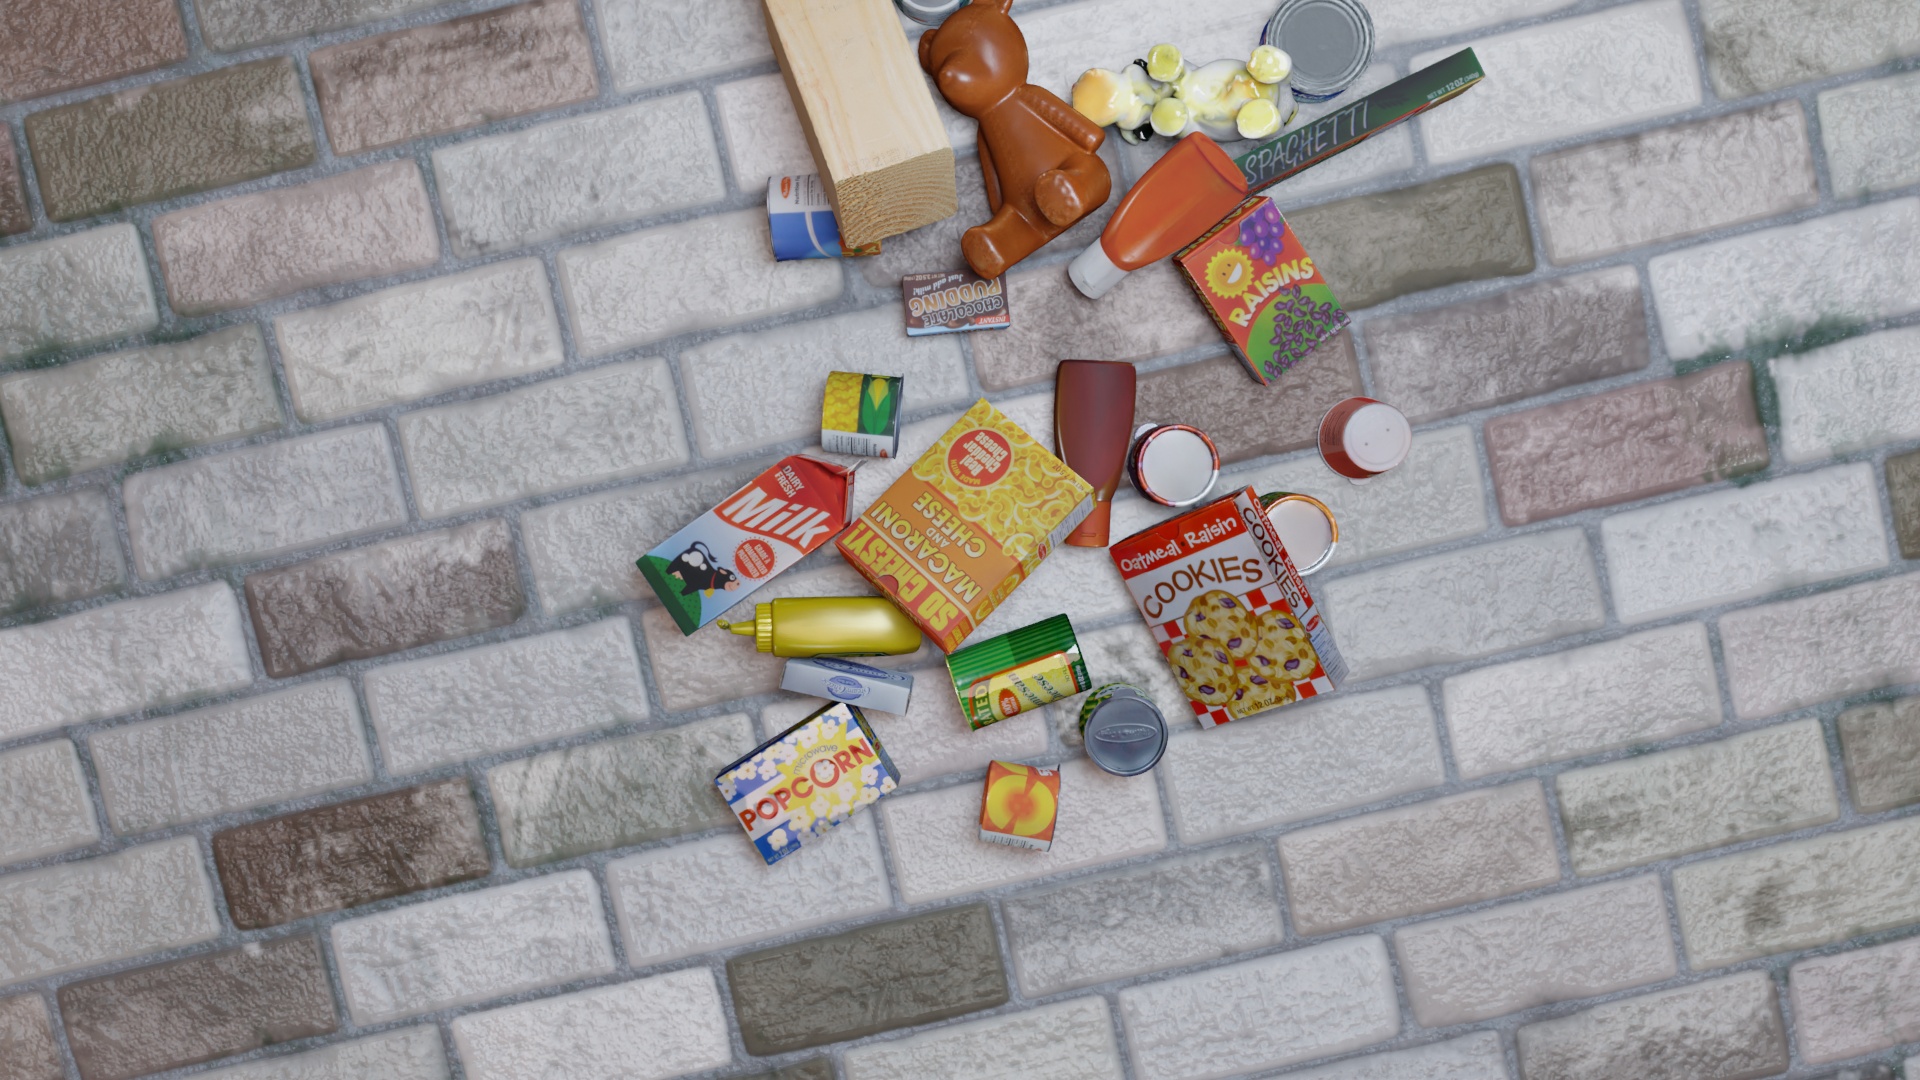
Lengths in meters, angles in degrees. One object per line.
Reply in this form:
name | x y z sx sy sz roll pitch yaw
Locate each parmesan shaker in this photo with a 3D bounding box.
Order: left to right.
parmesan shaker | 0.046 0.103 1.109 0.103 0.071 0.071 -20 93 1

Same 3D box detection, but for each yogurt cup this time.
yogurt cup | 0.325 -0.082 1.107 0.072 0.054 0.072 0 93 0

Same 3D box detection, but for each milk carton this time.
milk carton | -0.154 -0.010 1.102 0.190 0.072 0.073 -34 93 2

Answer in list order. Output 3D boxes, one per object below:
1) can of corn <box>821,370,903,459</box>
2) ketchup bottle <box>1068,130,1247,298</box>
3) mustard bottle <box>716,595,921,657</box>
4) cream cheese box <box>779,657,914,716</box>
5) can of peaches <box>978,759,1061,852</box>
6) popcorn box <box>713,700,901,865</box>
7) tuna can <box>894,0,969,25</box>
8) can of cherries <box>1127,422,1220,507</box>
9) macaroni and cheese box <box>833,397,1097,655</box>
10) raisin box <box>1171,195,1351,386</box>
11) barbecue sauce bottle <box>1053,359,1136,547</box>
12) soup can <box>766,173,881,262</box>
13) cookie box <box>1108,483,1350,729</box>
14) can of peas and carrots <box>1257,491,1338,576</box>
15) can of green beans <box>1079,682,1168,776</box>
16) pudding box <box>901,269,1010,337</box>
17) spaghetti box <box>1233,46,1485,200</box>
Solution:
can of corn | -0.077 -0.102 1.101 0.058 0.071 0.071 5 94 0
ketchup bottle | 0.146 -0.244 1.069 0.064 0.044 0.148 41 127 -16
mustard bottle | -0.112 0.069 1.103 0.160 0.065 0.049 -1 84 -8
cream cheese box | -0.090 0.114 1.118 0.104 0.053 0.024 13 98 0
can of peaches | 0.048 0.211 1.119 0.058 0.071 0.071 9 94 0
popcorn box | -0.124 0.194 1.130 0.127 0.038 0.085 -32 92 2
tuna can | -0.023 -0.447 1.096 0.071 0.033 0.071 0 94 0
can of cherries | 0.167 -0.062 1.106 0.071 0.058 0.071 0 94 0
macaroni and cheese box | 0.004 -0.014 1.077 0.167 0.040 0.124 -45 67 -10
raisin box | 0.236 -0.197 1.094 0.086 0.040 0.123 -37 106 4
barbecue sauce bottle | 0.105 -0.070 1.113 0.065 0.044 0.148 3 94 1
soup can | -0.106 -0.253 1.093 0.084 0.071 0.071 -3 94 0
cookie box | 0.209 0.054 1.089 0.122 0.040 0.167 -26 94 39
can of peas and carrots | 0.260 -0.008 1.109 0.071 0.059 0.071 0 93 0
can of green beans | 0.130 0.151 1.118 0.071 0.058 0.071 0 94 0
pudding box | -0.004 -0.191 1.113 0.084 0.030 0.049 -5 94 0
spaghetti box | 0.288 -0.317 1.096 0.250 0.050 0.028 -26 92 2
